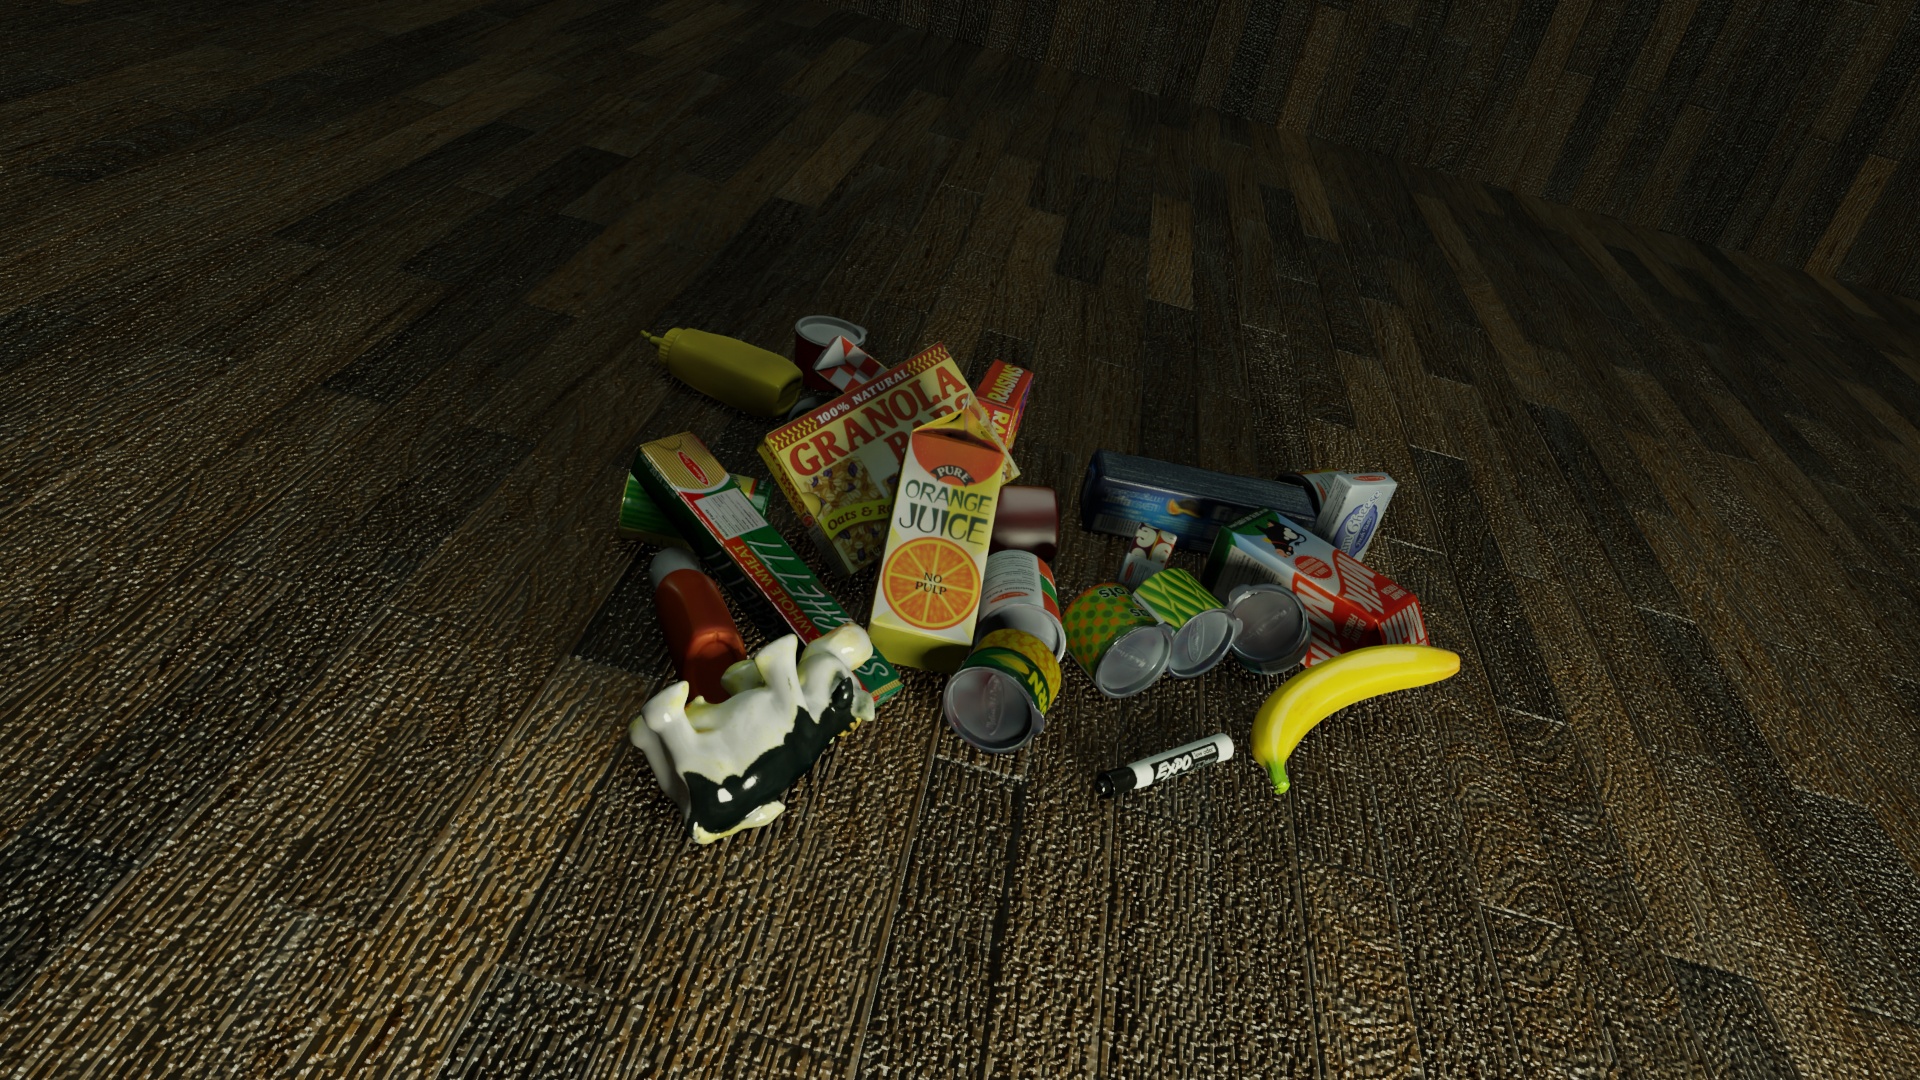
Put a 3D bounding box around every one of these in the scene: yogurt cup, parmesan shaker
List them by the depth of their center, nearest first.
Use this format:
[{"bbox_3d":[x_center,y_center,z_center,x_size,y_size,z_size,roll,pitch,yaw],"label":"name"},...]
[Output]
[{"bbox_3d":[-0.198,-0.024,1.048,0.103,0.071,0.071,12,30,-6],"label":"parmesan shaker"},{"bbox_3d":[-0.130,-0.180,1.348,0.072,0.053,0.073,11,30,-7],"label":"yogurt cup"}]

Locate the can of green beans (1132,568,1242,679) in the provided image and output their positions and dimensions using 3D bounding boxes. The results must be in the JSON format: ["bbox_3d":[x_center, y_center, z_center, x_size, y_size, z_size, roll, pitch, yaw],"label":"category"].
[{"bbox_3d":[0.169,0.063,1.067,0.071,0.071,0.058,-5,35,-31],"label":"can of green beans"}]

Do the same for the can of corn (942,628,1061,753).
[{"bbox_3d":[0.032,0.102,0.941,0.071,0.070,0.058,22,30,12],"label":"can of corn"}]

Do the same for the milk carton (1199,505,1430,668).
[{"bbox_3d":[0.295,0.055,1.130,0.191,0.073,0.072,35,36,30],"label":"milk carton"}]

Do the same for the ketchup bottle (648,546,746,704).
[{"bbox_3d":[-0.181,0.052,0.938,0.043,0.064,0.149,-4,27,-21],"label":"ketchup bottle"}]

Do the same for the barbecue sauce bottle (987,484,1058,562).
[{"bbox_3d":[0.004,-0.014,1.132,0.149,0.065,0.043,1,-8,-9],"label":"barbecue sauce bottle"}]

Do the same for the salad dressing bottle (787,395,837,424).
[{"bbox_3d":[-0.088,-0.080,1.174,0.044,0.064,0.148,-18,32,-38],"label":"salad dressing bottle"}]

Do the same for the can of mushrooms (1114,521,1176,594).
[{"bbox_3d":[0.150,0.019,1.130,0.033,0.070,0.071,21,31,9],"label":"can of mushrooms"}]

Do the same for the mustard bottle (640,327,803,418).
[{"bbox_3d":[-0.226,-0.162,1.280,0.160,0.048,0.065,23,31,15],"label":"mustard bottle"}]

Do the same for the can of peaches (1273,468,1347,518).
[{"bbox_3d":[0.329,-0.033,1.301,0.058,0.071,0.071,-7,37,-33],"label":"can of peaches"}]

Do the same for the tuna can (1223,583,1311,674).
[{"bbox_3d":[0.238,0.068,1.088,0.071,0.032,0.071,-9,62,16],"label":"tuna can"}]

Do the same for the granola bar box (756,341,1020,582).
[{"bbox_3d":[-0.054,-0.063,1.078,0.166,0.039,0.124,-32,90,-21],"label":"granola bar box"}]

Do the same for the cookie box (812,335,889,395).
[{"bbox_3d":[-0.068,-0.125,1.198,0.123,0.040,0.167,36,2,-10],"label":"cookie box"}]

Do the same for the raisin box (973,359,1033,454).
[{"bbox_3d":[0.022,-0.080,1.183,0.040,0.122,0.086,19,31,6],"label":"raisin box"}]

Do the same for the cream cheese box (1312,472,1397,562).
[{"bbox_3d":[0.342,-0.013,1.233,0.053,0.103,0.024,-2,36,-25],"label":"cream cheese box"}]

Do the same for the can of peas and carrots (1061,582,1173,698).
[{"bbox_3d":[0.115,0.071,1.025,0.071,0.070,0.059,-5,35,-30],"label":"can of peas and carrots"}]

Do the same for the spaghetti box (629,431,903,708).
[{"bbox_3d":[-0.137,0.023,0.964,0.250,0.028,0.050,48,40,17],"label":"spaghetti box"}]

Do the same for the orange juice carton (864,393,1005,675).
[{"bbox_3d":[-0.016,-0.009,1.004,0.073,0.071,0.193,13,65,-5],"label":"orange juice carton"}]

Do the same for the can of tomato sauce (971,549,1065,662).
[{"bbox_3d":[0.040,0.056,1.020,0.071,0.070,0.083,11,27,-7],"label":"can of tomato sauce"}]
